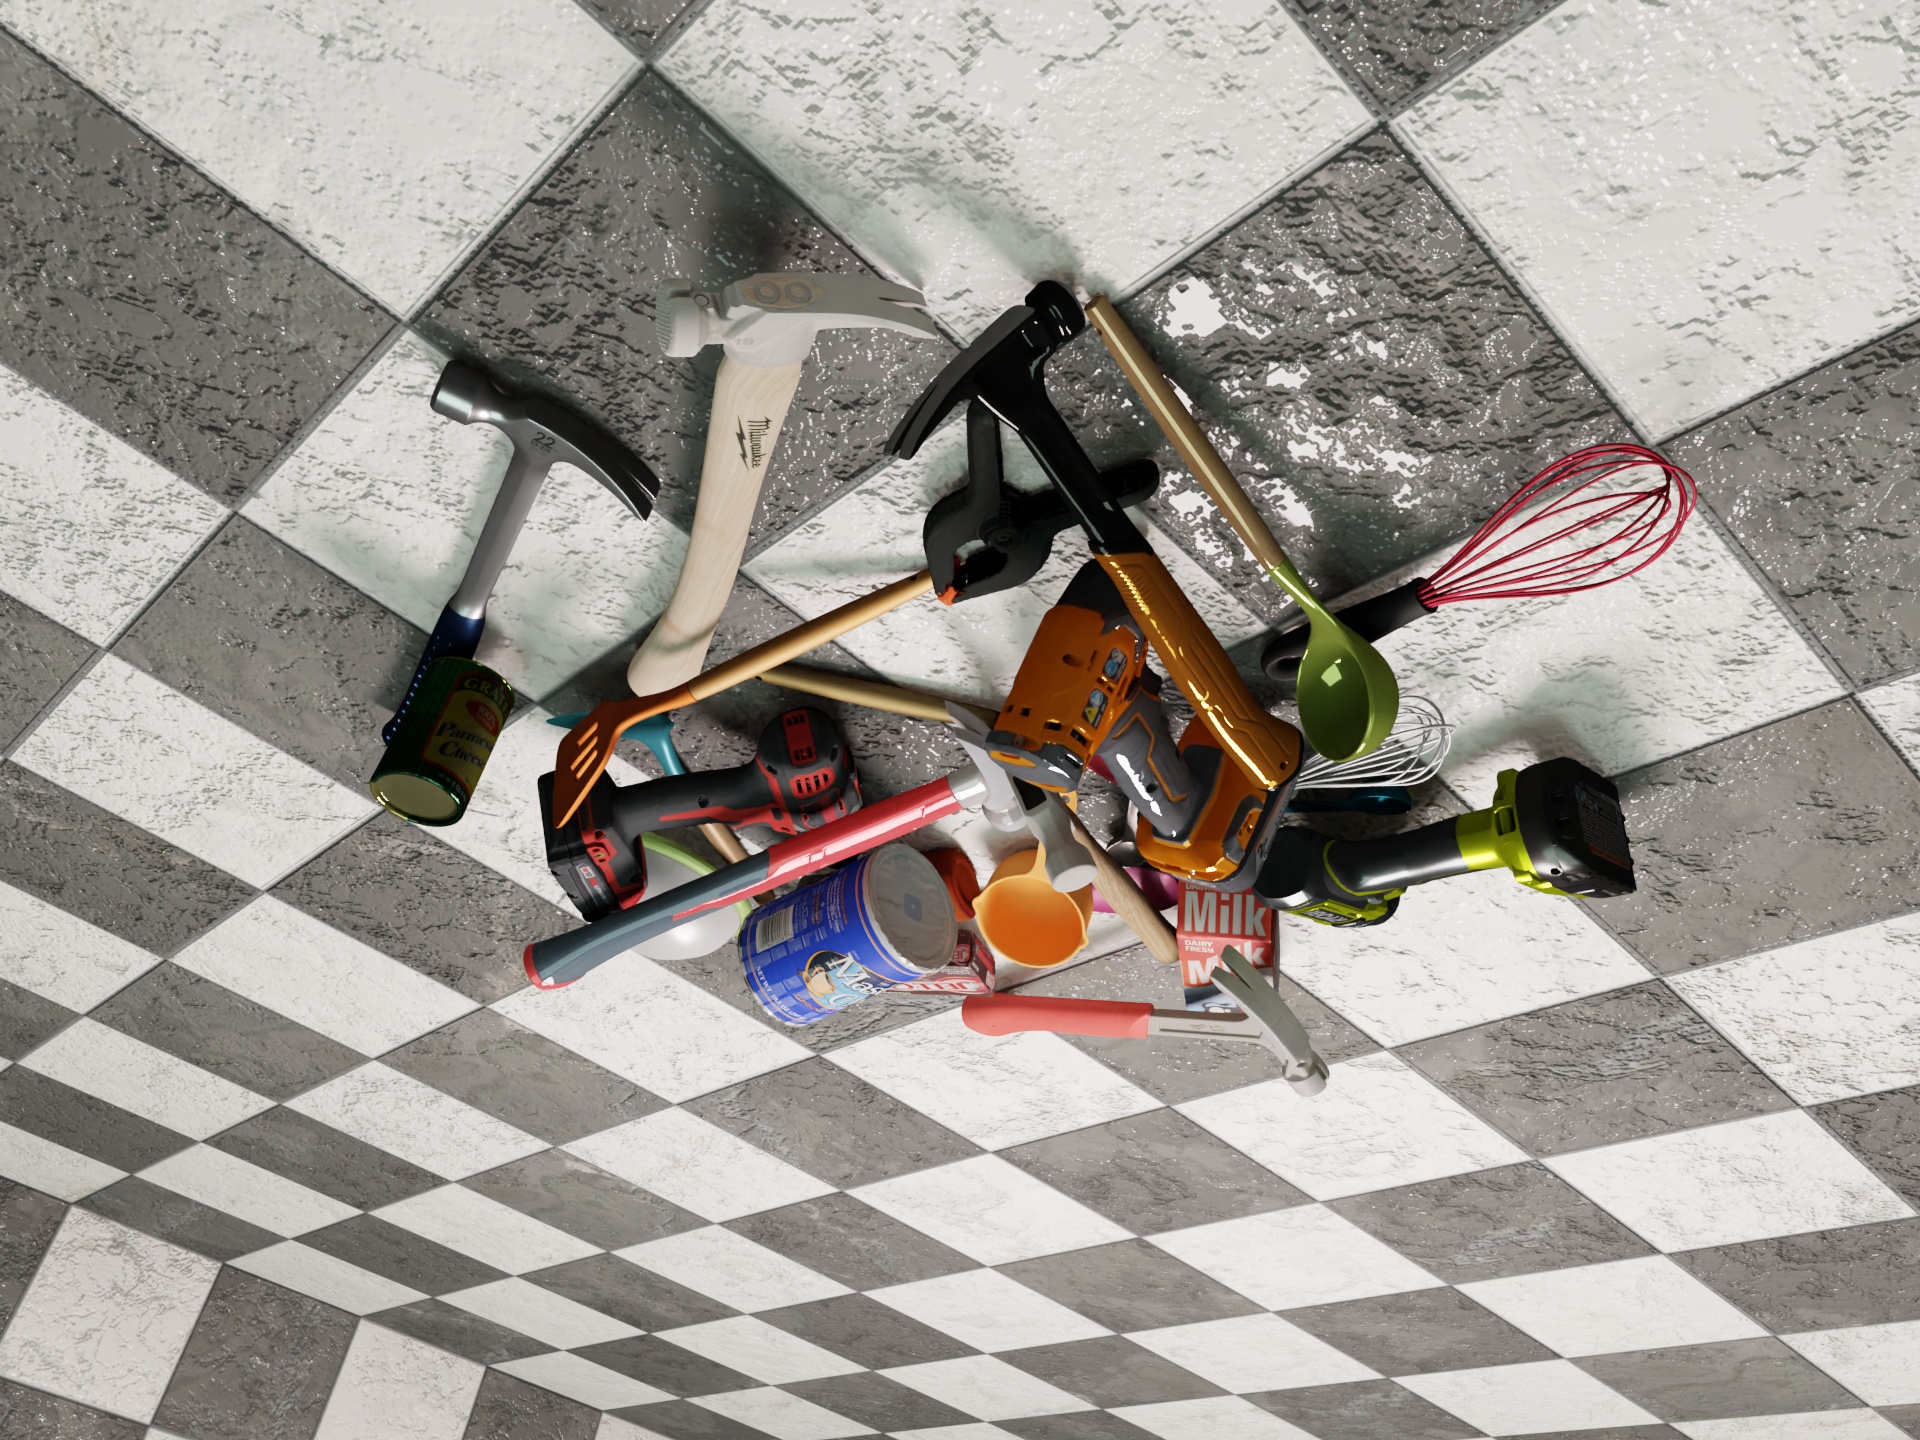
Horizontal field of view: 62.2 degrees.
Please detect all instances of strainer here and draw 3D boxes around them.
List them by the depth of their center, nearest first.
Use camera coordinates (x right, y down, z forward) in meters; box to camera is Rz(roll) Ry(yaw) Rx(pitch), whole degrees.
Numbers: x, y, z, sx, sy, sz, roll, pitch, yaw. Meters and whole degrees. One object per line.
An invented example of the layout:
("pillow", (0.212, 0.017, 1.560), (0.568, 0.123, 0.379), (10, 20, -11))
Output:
("strainer", (-0.208, 0.184, 1.328), (0.256, 0.069, 0.151), (28, 149, 0))

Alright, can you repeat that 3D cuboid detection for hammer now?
("hammer", (0.097, -0.074, 0.895), (0.336, 0.127, 0.034), (50, 169, -28))
("hammer", (-0.138, -0.121, 0.978), (0.146, 0.038, 0.410), (-6, 154, -23))
("hammer", (-0.333, -0.080, 1.099), (0.144, 0.035, 0.405), (25, 140, -16))
("hammer", (-0.144, 0.100, 1.128), (0.386, 0.038, 0.143), (-23, 146, 8))
("hammer", (0.104, 0.110, 1.142), (0.031, 0.130, 0.331), (-29, 147, 8))
("hammer", (0.122, 0.238, 1.301), (0.359, 0.037, 0.149), (-8, 130, 49))

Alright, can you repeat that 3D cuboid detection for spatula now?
("spatula", (-0.153, -0.025, 1.065), (0.322, 0.081, 0.041), (-24, 137, 15))
("spatula", (-0.212, 0.074, 1.256), (0.082, 0.044, 0.317), (-9, 139, 16))

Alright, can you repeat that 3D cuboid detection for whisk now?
("whisk", (0.286, -0.081, 0.924), (0.073, 0.073, 0.296), (32, 145, -24))
("whisk", (0.231, 0.040, 1.098), (0.059, 0.058, 0.246), (3, 159, -43))

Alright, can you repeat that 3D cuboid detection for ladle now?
("ladle", (0.156, -0.101, 0.899), (0.320, 0.062, 0.078), (49, 172, -24))
("ladle", (-0.002, -0.004, 1.118), (0.315, 0.031, 0.069), (13, 147, 2))

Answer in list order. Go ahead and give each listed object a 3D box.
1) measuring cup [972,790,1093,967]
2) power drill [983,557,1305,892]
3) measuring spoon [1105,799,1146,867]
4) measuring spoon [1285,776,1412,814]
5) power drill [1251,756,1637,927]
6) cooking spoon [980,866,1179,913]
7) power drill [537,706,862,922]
("measuring cup", (0.069, 0.109, 1.229), (0.095, 0.052, 0.173), (18, 121, 9))
("power drill", (0.124, -0.002, 1.000), (0.084, 0.164, 0.226), (10, 160, 48))
("measuring spoon", (0.132, 0.066, 1.184), (0.034, 0.018, 0.124), (6, 136, -4))
("measuring spoon", (0.257, 0.052, 1.132), (0.129, 0.021, 0.042), (-3, 158, 32))
("power drill", (0.336, 0.097, 1.101), (0.223, 0.080, 0.171), (-18, 156, 36))
("cooking spoon", (0.025, 0.151, 1.311), (0.319, 0.017, 0.068), (-7, 136, 22))
("power drill", (-0.181, 0.079, 1.189), (0.226, 0.080, 0.187), (-15, 148, -3))
